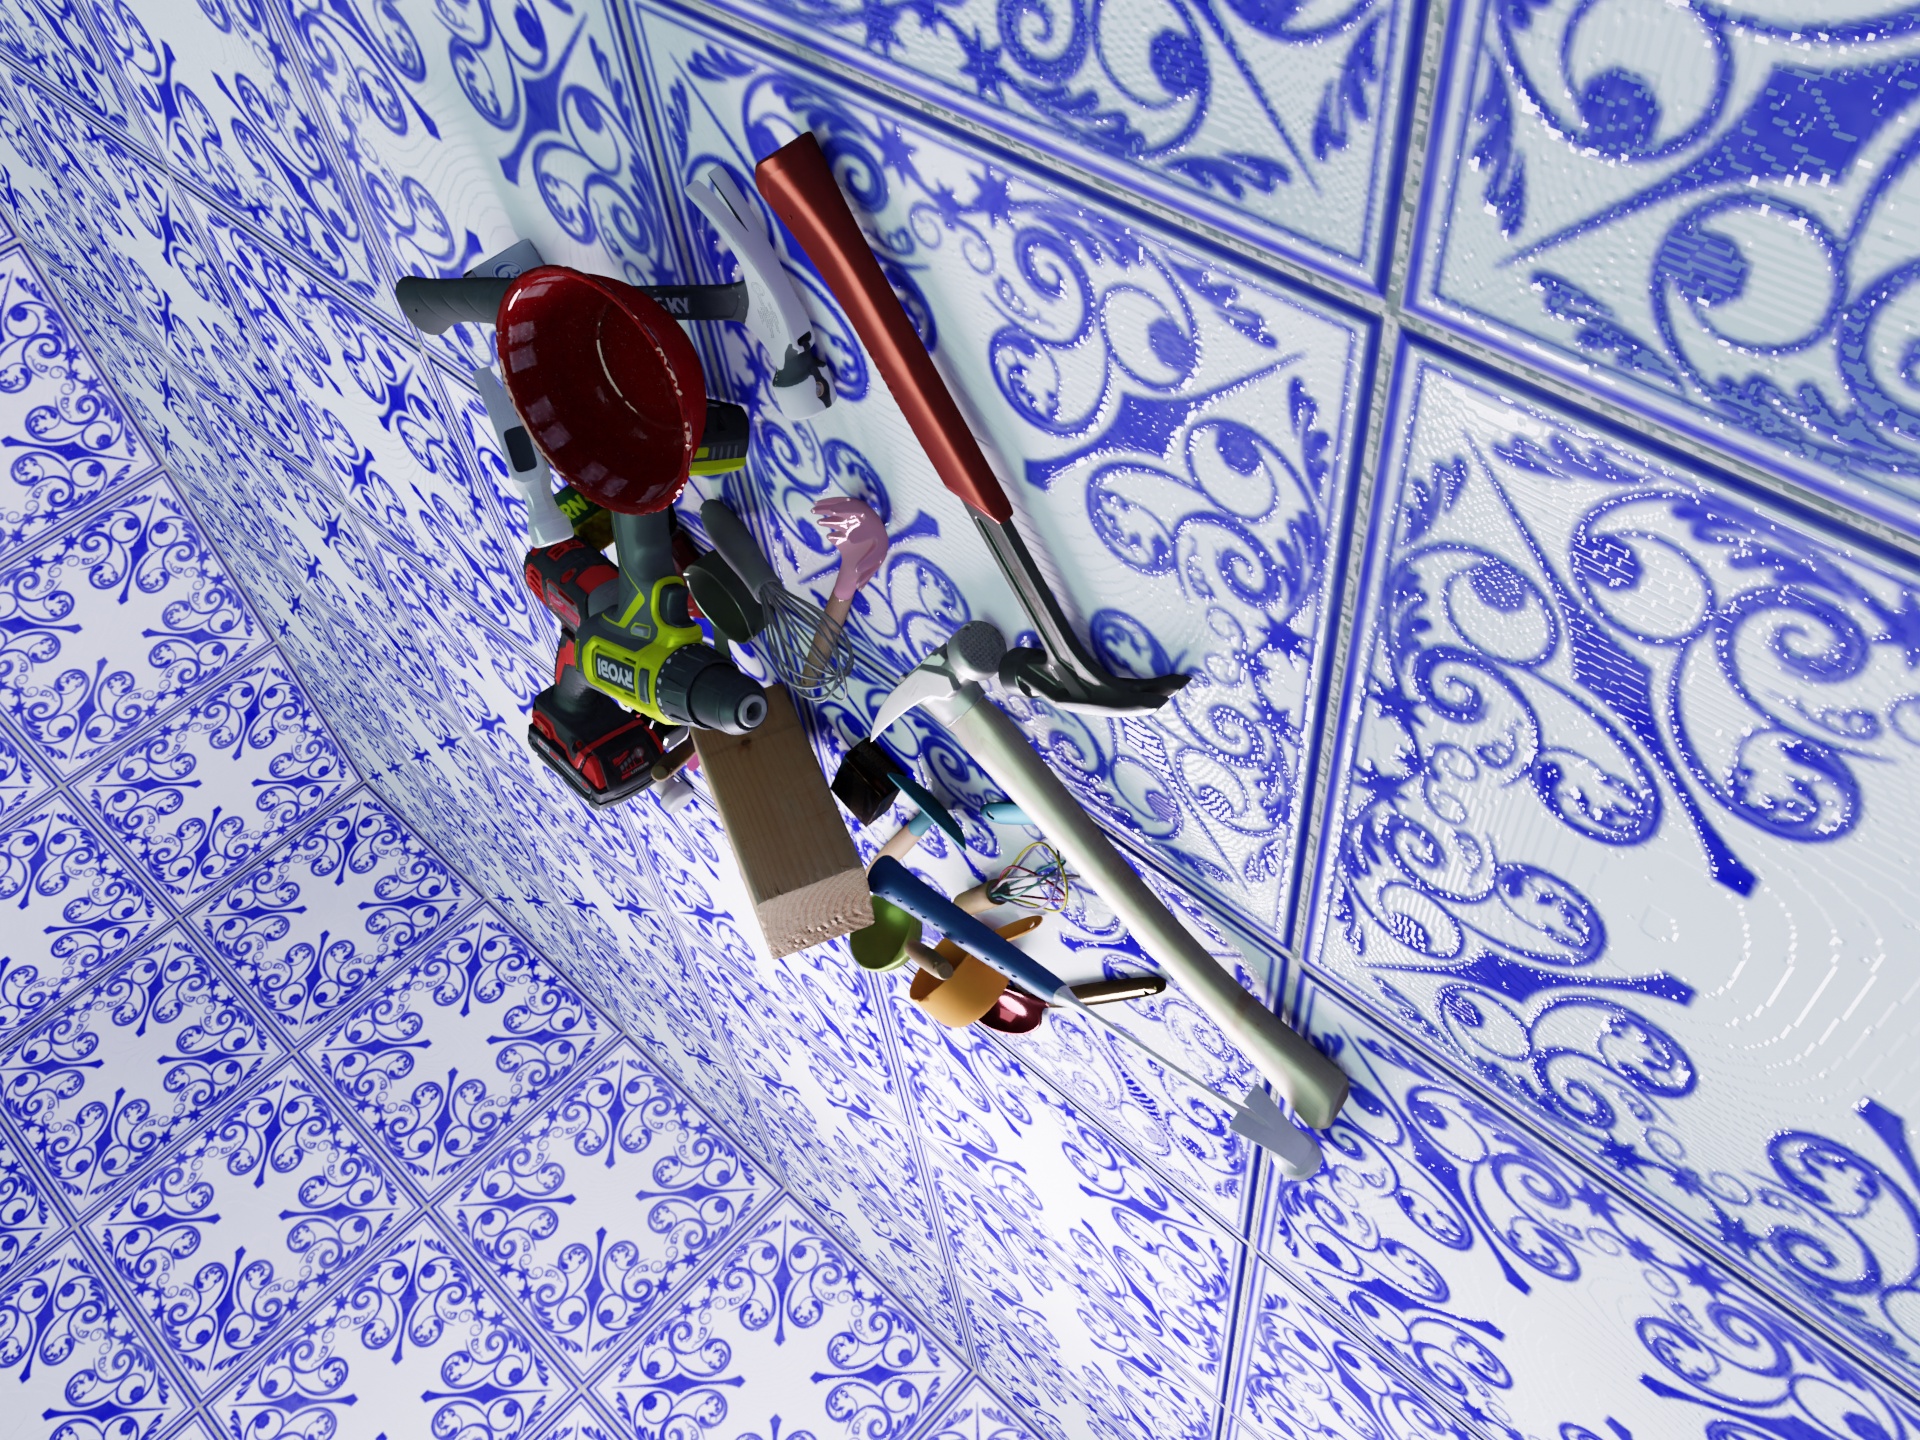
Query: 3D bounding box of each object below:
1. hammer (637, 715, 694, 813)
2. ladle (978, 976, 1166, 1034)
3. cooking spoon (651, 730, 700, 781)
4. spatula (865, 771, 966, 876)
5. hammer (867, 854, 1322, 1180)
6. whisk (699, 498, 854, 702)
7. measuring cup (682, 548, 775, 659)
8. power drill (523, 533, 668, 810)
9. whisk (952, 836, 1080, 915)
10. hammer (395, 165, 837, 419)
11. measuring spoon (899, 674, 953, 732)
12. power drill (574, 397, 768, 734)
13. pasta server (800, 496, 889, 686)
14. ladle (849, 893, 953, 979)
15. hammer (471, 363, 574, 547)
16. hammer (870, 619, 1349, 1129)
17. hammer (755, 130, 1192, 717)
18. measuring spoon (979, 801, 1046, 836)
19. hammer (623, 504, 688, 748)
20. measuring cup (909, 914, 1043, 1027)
[{"bbox_3d":[-0.326,-0.028,1.618,0.143,0.038,0.386,46,156,11],"label":"hammer"},{"bbox_3d":[0.086,0.228,1.306,0.069,0.031,0.315,37,156,-11],"label":"ladle"},{"bbox_3d":[-0.241,0.026,1.399,0.017,0.069,0.319,8,-175,-3],"label":"cooking spoon"},{"bbox_3d":[-0.051,0.102,1.332,0.082,0.044,0.317,44,157,2],"label":"spatula"},{"bbox_3d":[0.083,0.209,1.190,0.406,0.035,0.143,30,169,32],"label":"hammer"},{"bbox_3d":[-0.137,-0.092,1.139,0.239,0.055,0.055,52,163,40],"label":"whisk"},{"bbox_3d":[-0.182,-0.081,1.296,0.083,0.038,0.167,42,157,15],"label":"measuring cup"},{"bbox_3d":[-0.297,-0.037,1.314,0.143,0.078,0.219,38,140,24],"label":"power drill"},{"bbox_3d":[0.036,0.135,1.236,0.047,0.051,0.245,44,159,-3],"label":"whisk"},{"bbox_3d":[-0.253,-0.279,1.048,0.409,0.036,0.149,13,136,39],"label":"hammer"},{"bbox_3d":[-0.002,-0.004,1.134,0.124,0.018,0.034,39,151,38],"label":"measuring spoon"},{"bbox_3d":[-0.201,-0.107,1.113,0.191,0.080,0.228,20,115,43],"label":"power drill"},{"bbox_3d":[-0.095,-0.079,1.146,0.060,0.040,0.316,58,159,10],"label":"pasta server"},{"bbox_3d":[-0.047,0.189,1.341,0.062,0.078,0.320,26,174,-7],"label":"ladle"},{"bbox_3d":[-0.335,-0.211,1.234,0.331,0.033,0.128,-142,34,-72],"label":"hammer"},{"bbox_3d":[0.106,0.118,1.070,0.410,0.038,0.146,48,143,-2],"label":"hammer"},{"bbox_3d":[-0.001,-0.152,0.878,0.149,0.037,0.358,8,134,56],"label":"hammer"},{"bbox_3d":[0.044,0.074,1.151,0.042,0.021,0.129,57,153,-17],"label":"measuring spoon"},{"bbox_3d":[-0.273,-0.096,1.344,0.127,0.034,0.336,46,153,12],"label":"hammer"},{"bbox_3d":[0.029,0.204,1.327,0.052,0.095,0.173,44,138,-14],"label":"measuring cup"}]
